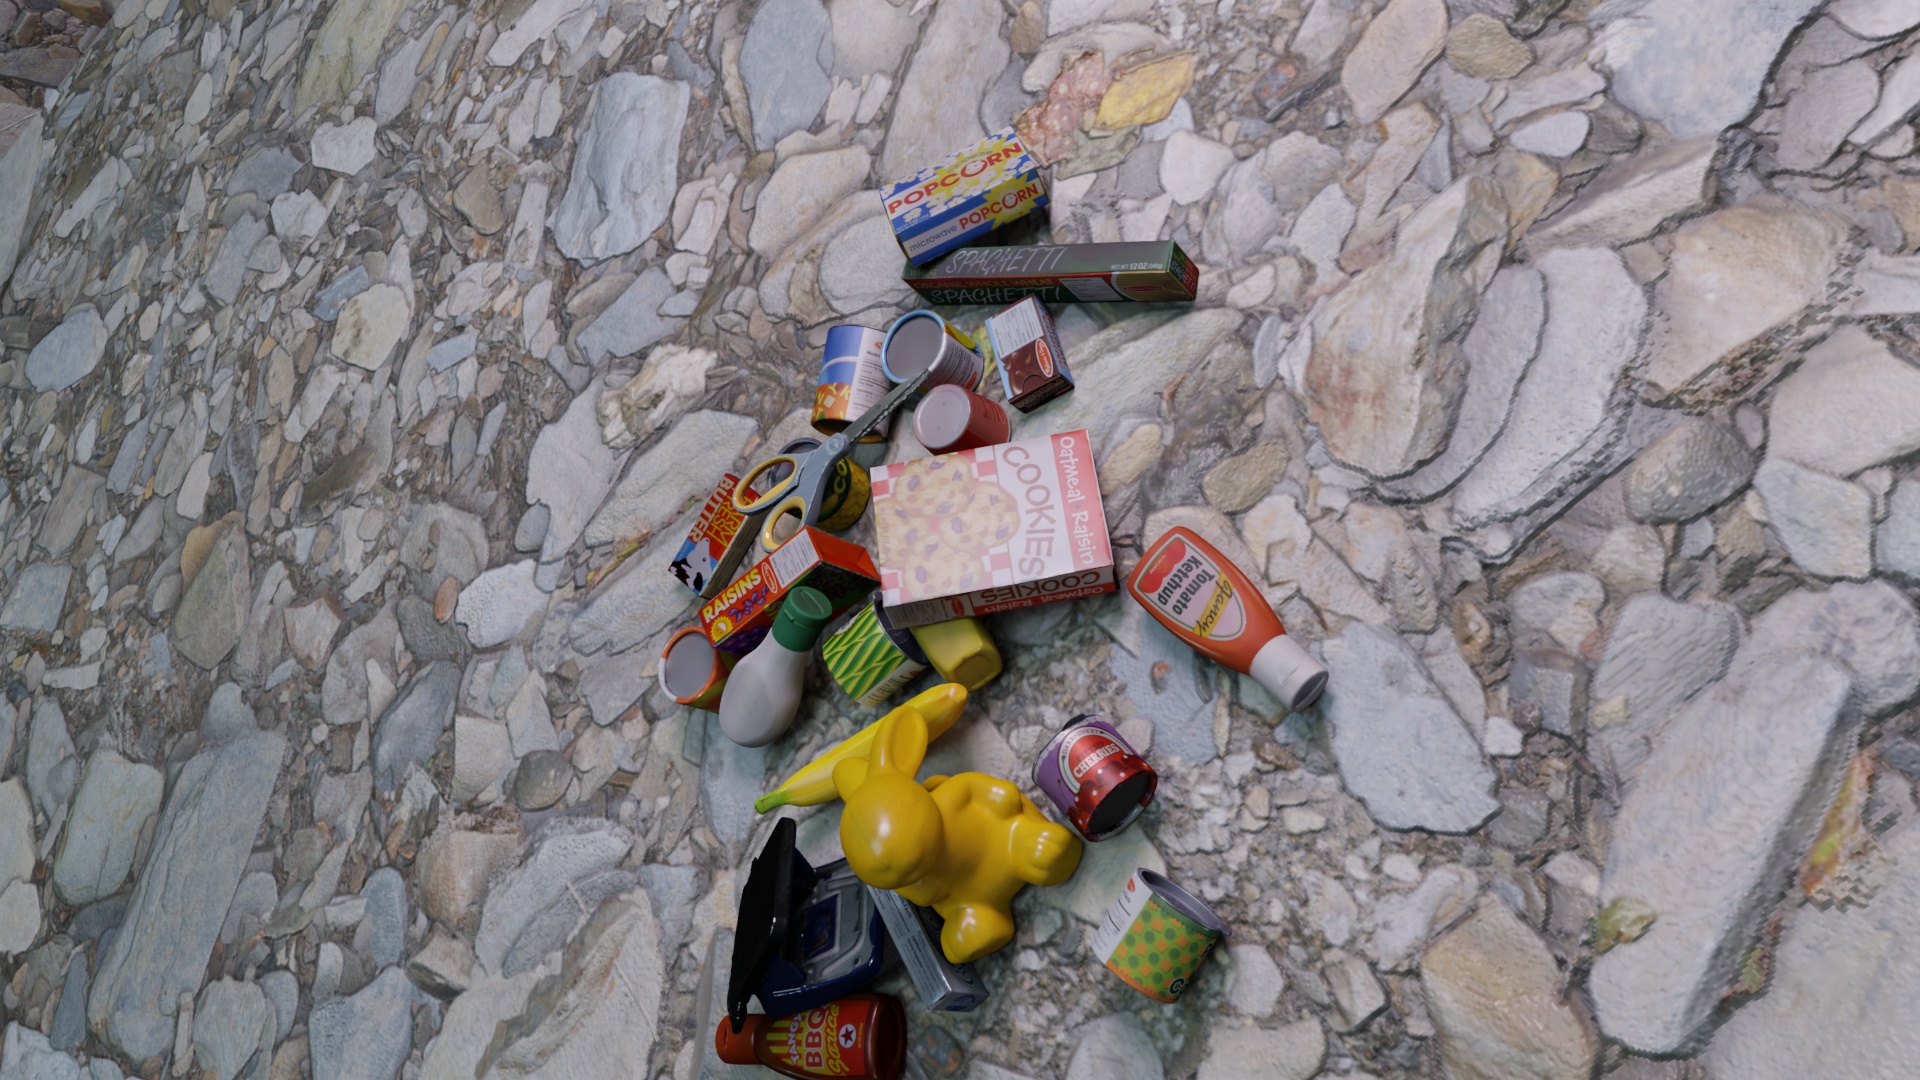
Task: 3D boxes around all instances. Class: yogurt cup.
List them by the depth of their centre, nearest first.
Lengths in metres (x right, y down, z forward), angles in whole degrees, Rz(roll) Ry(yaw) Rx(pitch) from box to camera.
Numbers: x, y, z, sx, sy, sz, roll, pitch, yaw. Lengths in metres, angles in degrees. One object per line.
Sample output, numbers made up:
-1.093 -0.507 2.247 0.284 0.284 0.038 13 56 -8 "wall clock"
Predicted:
-0.001 -0.090 1.104 0.072 0.054 0.072 -11 68 29 "yogurt cup"

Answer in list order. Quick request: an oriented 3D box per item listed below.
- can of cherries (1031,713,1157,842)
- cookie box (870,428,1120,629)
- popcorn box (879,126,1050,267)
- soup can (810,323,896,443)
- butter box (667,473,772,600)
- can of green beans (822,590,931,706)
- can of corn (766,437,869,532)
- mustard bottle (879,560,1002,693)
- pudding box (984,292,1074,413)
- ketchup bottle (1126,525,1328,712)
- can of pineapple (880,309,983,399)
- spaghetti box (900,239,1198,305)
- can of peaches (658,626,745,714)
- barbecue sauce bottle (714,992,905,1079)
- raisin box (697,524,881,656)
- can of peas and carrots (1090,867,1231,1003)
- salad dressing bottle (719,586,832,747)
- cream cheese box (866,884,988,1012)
0.091 0.160 0.943 0.071 0.071 0.058 -51 54 8 "can of cherries"
0.024 -0.009 1.022 0.167 0.040 0.123 -10 57 4 "cookie box"
0.001 -0.284 1.146 0.127 0.038 0.085 -24 40 5 "popcorn box"
-0.088 -0.131 1.168 0.071 0.071 0.084 1 74 33 "soup can"
-0.212 -0.003 1.228 0.053 0.024 0.103 32 92 36 "butter box"
-0.064 0.086 1.074 0.057 0.071 0.071 -39 56 16 "can of green beans"
-0.116 -0.047 1.160 0.071 0.058 0.071 -12 67 30 "can of corn"
-0.025 0.045 1.066 0.049 0.065 0.161 -36 51 1 "mustard bottle"
0.054 -0.149 1.104 0.049 0.030 0.084 -27 61 22 "pudding box"
0.182 0.055 0.939 0.064 0.043 0.149 -51 55 7 "ketchup bottle"
-0.025 -0.149 1.137 0.071 0.058 0.071 -12 67 30 "can of pineapple"
0.066 -0.212 1.106 0.250 0.050 0.029 6 75 35 "spaghetti box"
-0.209 0.108 1.165 0.071 0.058 0.071 -12 67 30 "can of peaches"
-0.112 0.366 1.018 0.148 0.043 0.065 -12 61 30 "barbecue sauce bottle"
-0.137 0.046 1.123 0.123 0.086 0.040 -37 62 17 "raisin box"
0.128 0.254 0.890 0.071 0.071 0.058 35 94 36 "can of peas and carrots"
-0.145 0.101 1.101 0.064 0.044 0.147 47 126 25 "salad dressing bottle"
-0.024 0.283 0.985 0.024 0.053 0.104 -41 56 13 "cream cheese box"
